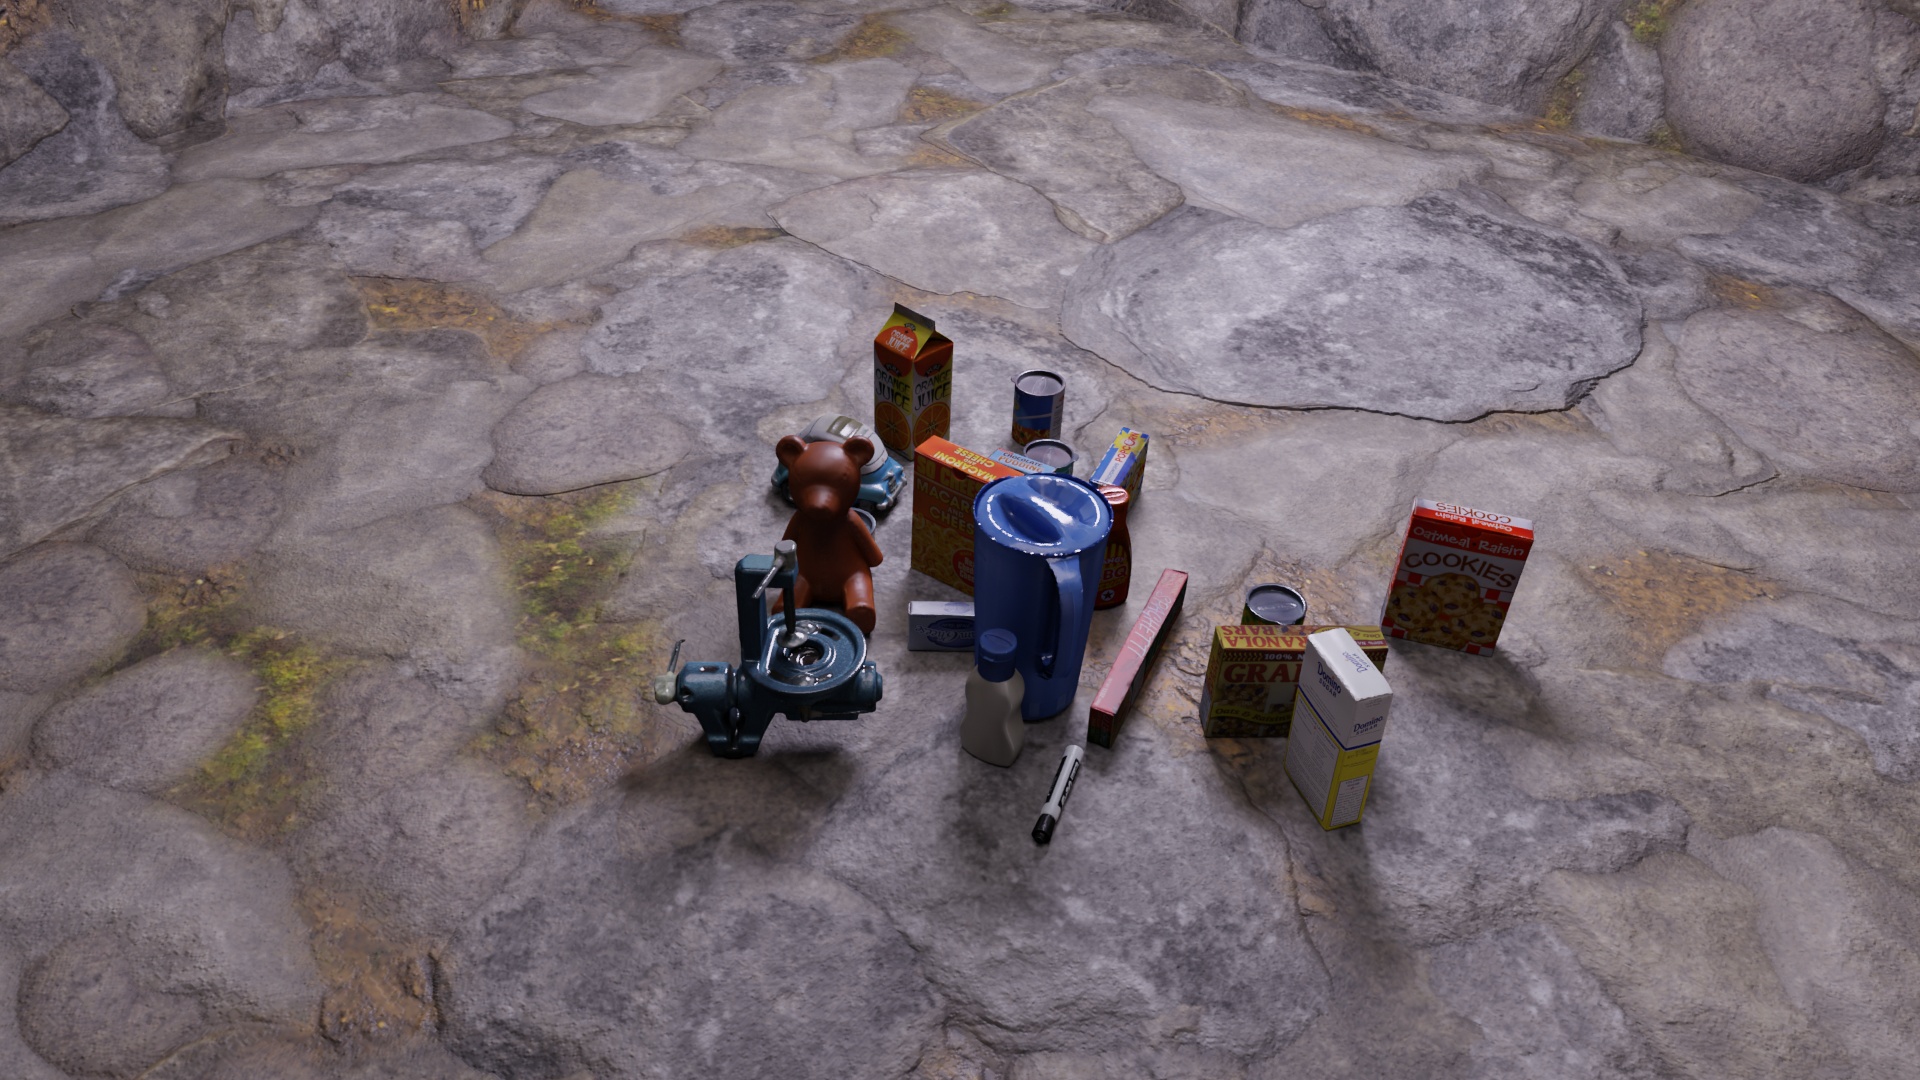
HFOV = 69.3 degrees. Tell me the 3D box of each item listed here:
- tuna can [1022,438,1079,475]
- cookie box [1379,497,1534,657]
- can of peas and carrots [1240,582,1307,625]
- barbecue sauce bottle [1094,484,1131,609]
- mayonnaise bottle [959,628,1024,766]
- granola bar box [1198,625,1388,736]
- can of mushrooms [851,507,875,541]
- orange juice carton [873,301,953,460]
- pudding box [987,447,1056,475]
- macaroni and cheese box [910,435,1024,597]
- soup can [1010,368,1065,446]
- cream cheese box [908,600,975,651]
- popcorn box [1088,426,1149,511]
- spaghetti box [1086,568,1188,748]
[{"bbox_3d":[0.113,-0.097,1.756,0.071,0.032,0.071,2,38,-1],"label":"tuna can"},{"bbox_3d":[0.532,0.042,1.497,0.123,0.166,0.040,12,39,12],"label":"cookie box"},{"bbox_3d":[0.340,0.090,1.511,0.071,0.058,0.071,2,38,-1],"label":"can of peas and carrots"},{"bbox_3d":[0.160,0.008,1.532,0.065,0.147,0.044,-8,39,-14],"label":"barbecue sauce bottle"},{"bbox_3d":[0.033,0.151,1.342,0.065,0.147,0.041,21,42,22],"label":"mayonnaise bottle"},{"bbox_3d":[0.331,0.142,1.391,0.166,0.123,0.039,0,38,-4],"label":"granola bar box"},{"bbox_3d":[-0.131,-0.005,1.622,0.071,0.033,0.071,2,38,-1],"label":"can of mushrooms"},{"bbox_3d":[-0.060,-0.206,1.754,0.072,0.191,0.073,33,47,32],"label":"orange juice carton"},{"bbox_3d":[0.075,-0.077,1.714,0.084,0.049,0.030,22,42,23],"label":"pudding box"},{"bbox_3d":[0.006,-0.019,1.542,0.124,0.165,0.040,25,43,25],"label":"macaroni and cheese box"},{"bbox_3d":[0.098,-0.172,1.809,0.071,0.083,0.072,2,38,-1],"label":"soup can"},{"bbox_3d":[-0.004,0.092,1.490,0.104,0.053,0.024,1,38,-2],"label":"cream cheese box"},{"bbox_3d":[0.188,-0.068,1.681,0.038,0.084,0.127,17,40,17],"label":"popcorn box"},{"bbox_3d":[0.190,0.119,1.472,0.029,0.049,0.251,17,40,18],"label":"spaghetti box"}]
